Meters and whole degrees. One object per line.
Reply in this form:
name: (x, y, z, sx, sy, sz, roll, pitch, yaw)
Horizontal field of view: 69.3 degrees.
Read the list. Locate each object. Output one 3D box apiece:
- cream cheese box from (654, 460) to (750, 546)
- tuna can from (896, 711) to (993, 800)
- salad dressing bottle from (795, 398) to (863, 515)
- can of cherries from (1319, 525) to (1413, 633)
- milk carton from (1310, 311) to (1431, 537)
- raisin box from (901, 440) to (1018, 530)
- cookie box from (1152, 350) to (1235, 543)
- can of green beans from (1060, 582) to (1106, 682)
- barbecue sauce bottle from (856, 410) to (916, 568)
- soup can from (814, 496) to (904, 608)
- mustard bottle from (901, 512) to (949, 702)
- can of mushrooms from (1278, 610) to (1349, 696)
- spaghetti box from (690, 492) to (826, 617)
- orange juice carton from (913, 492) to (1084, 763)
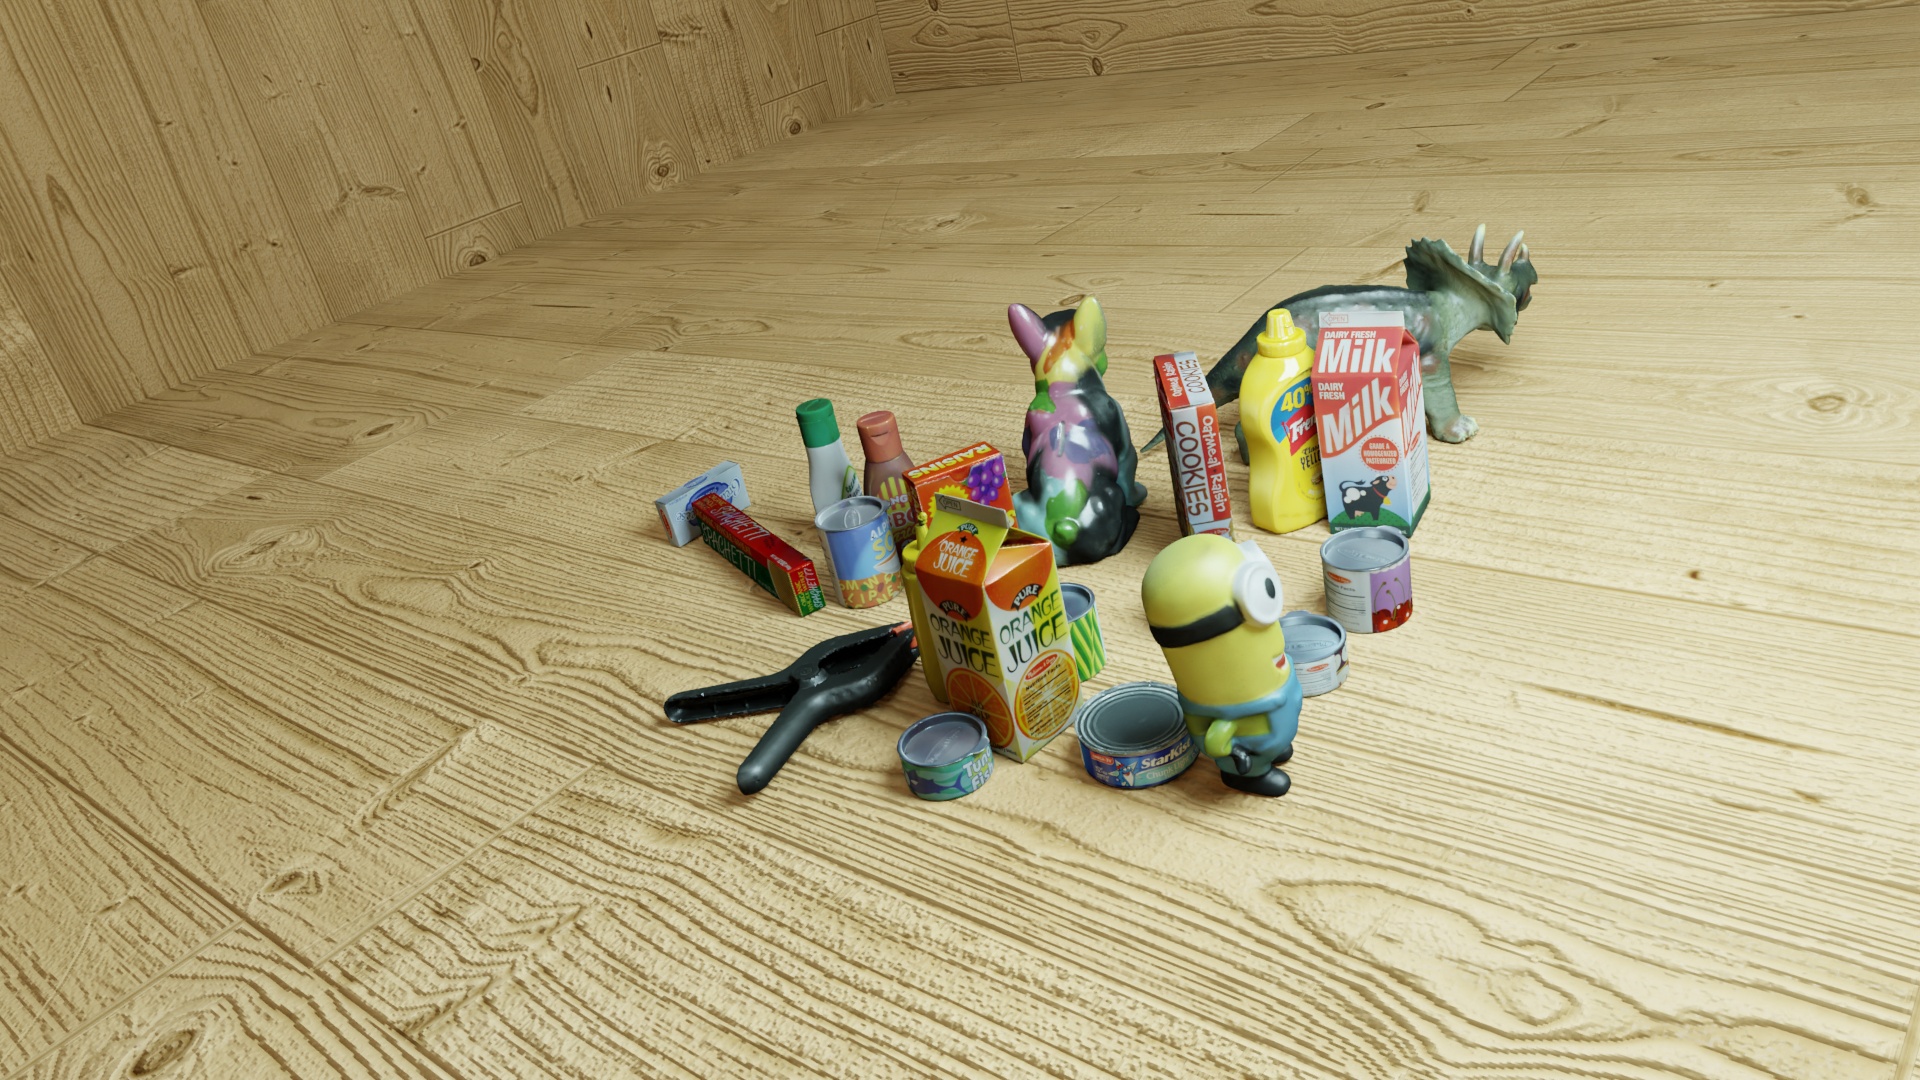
cream cheese box: (-0.276, -0.040, 1.492, 0.024, 0.053, 0.104, 12, 36, 41)
tuna can: (-0.008, 0.156, 1.002, 0.071, 0.032, 0.071, -11, 26, 5)
salad dressing bottle: (-0.127, -0.066, 1.366, 0.044, 0.147, 0.064, -3, 28, 21)
can of cherries: (0.315, 0.029, 1.070, 0.071, 0.058, 0.072, -11, 26, 5)
milk carton: (0.345, -0.103, 1.168, 0.072, 0.189, 0.074, 4, 31, 32)
raisin box: (0.004, -0.015, 1.232, 0.086, 0.123, 0.040, -21, 27, -15)
cookie box: (0.199, -0.063, 1.183, 0.040, 0.166, 0.123, -11, 26, 6)
can of green beans: (0.078, 0.074, 1.094, 0.071, 0.057, 0.071, -11, 26, 5)
barbecue sauce bottle: (-0.063, -0.048, 1.299, 0.065, 0.148, 0.044, -15, 26, -3)
soup can: (-0.089, 0.010, 1.269, 0.071, 0.083, 0.071, -11, 26, 6)
mustard bottle: (-0.016, 0.047, 1.075, 0.049, 0.159, 0.065, -8, 26, 11)
can of mushrooms: (0.251, 0.083, 1.022, 0.071, 0.033, 0.071, -11, 26, 5)
spaghetti box: (-0.202, 0.010, 1.362, 0.029, 0.050, 0.250, -26, 29, -23)
orange juice carton: (0.026, 0.056, 1.003, 0.073, 0.191, 0.072, -33, 32, -34)
